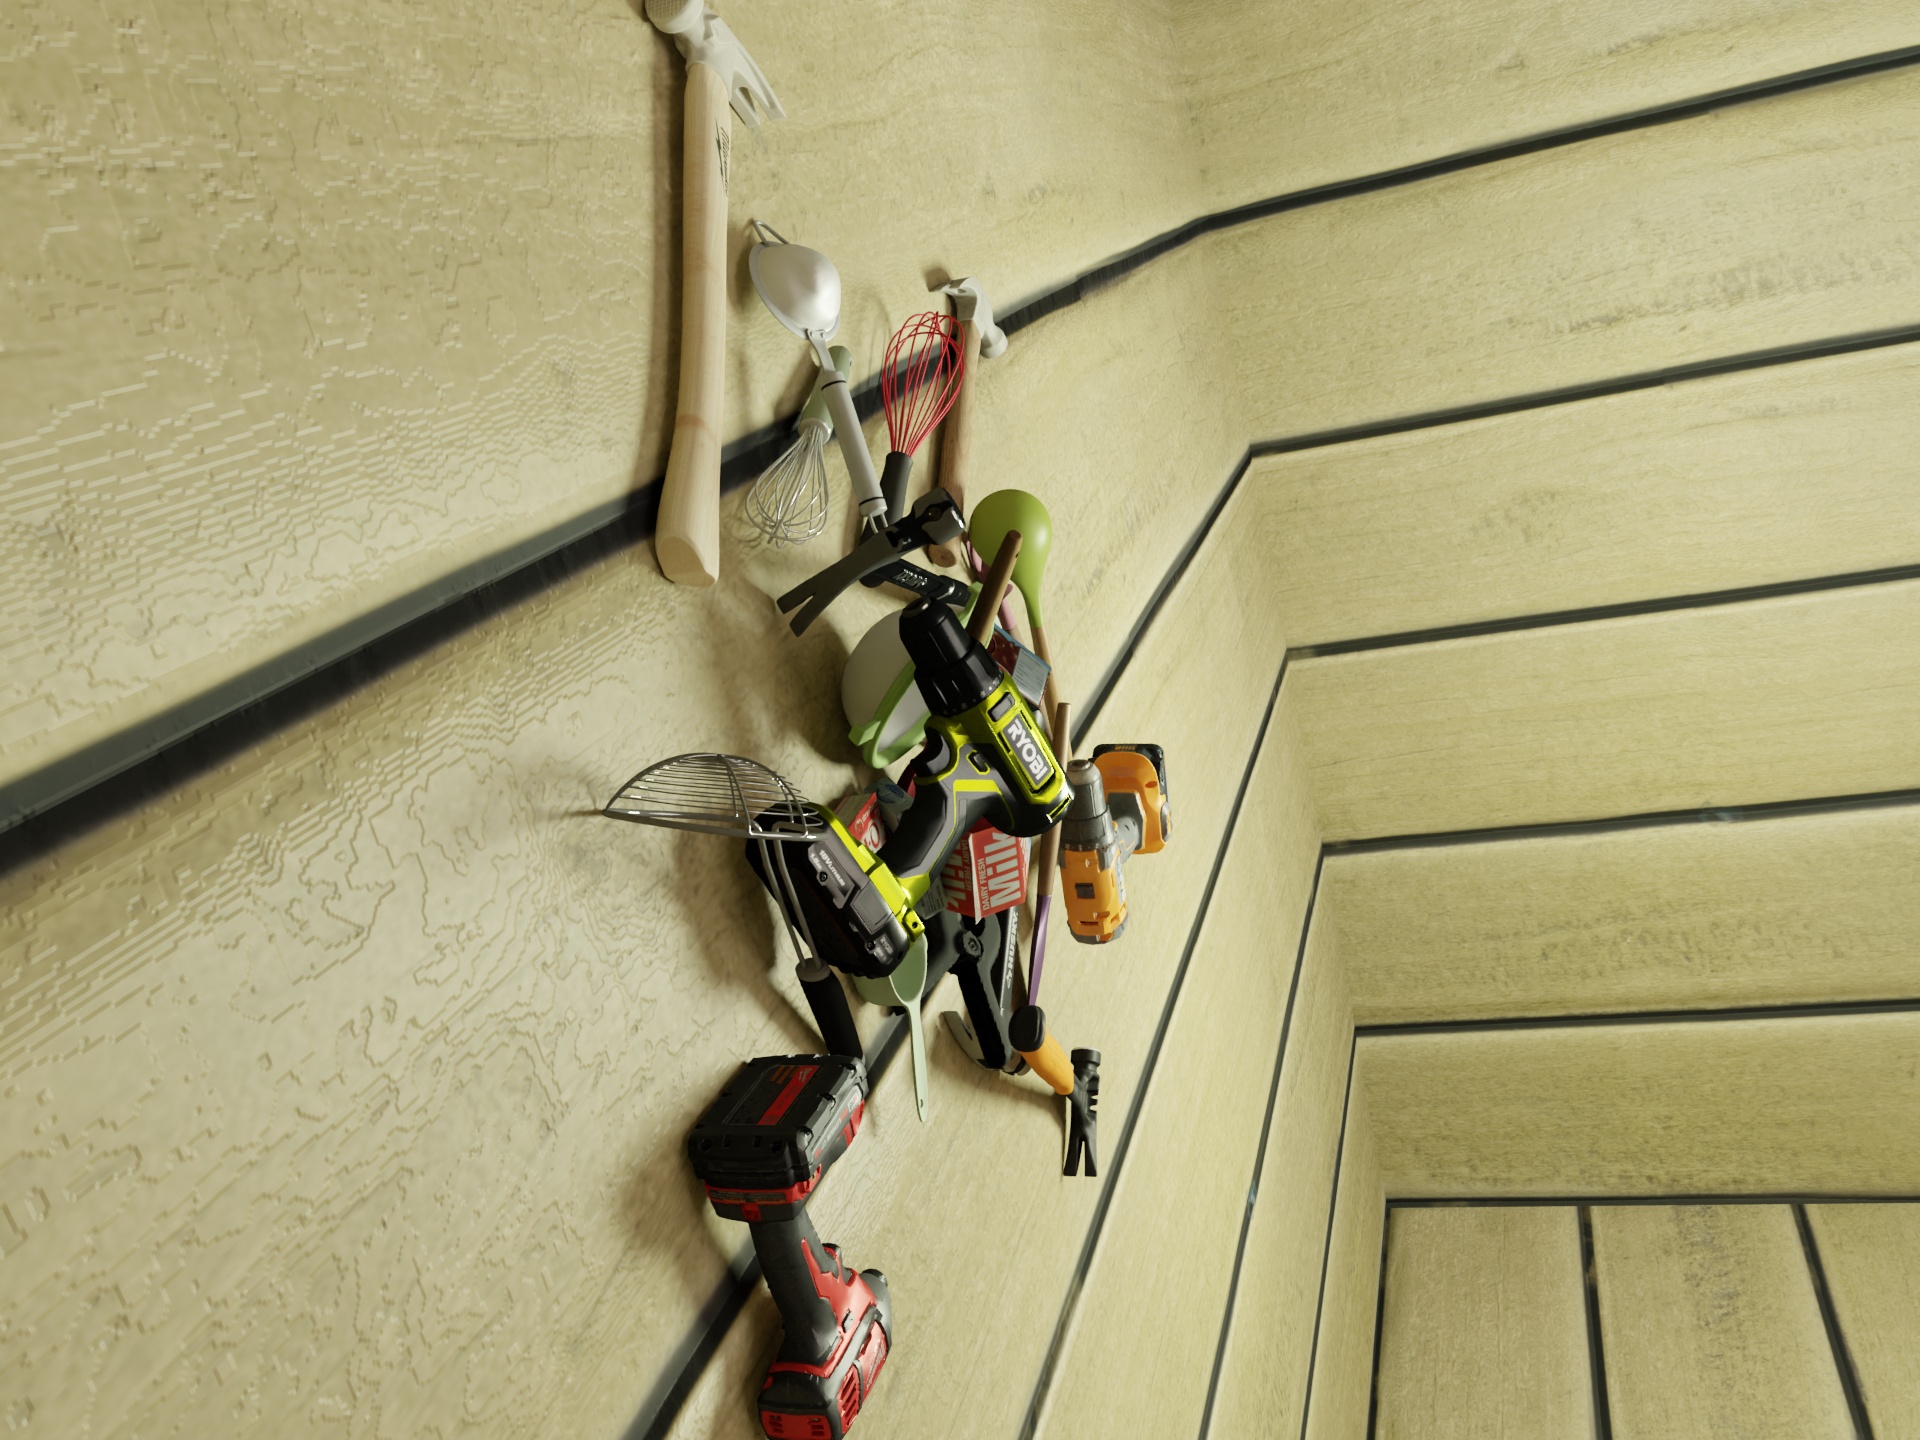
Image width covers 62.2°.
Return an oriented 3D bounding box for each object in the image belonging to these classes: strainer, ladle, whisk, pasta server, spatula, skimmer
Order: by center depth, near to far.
[{"bbox_3d":[-0.116,0.144,0.993,0.362,0.127,0.090,77,25,-46],"label":"skimmer"},{"bbox_3d":[-0.094,-0.256,1.160,0.087,0.050,0.258,-14,84,-52],"label":"strainer"},{"bbox_3d":[-0.111,-0.210,1.184,0.247,0.059,0.057,-80,-170,-46],"label":"whisk"},{"bbox_3d":[-0.004,-0.023,1.196,0.069,0.031,0.315,-56,171,-45],"label":"ladle"},{"bbox_3d":[-0.042,-0.029,1.270,0.151,0.069,0.256,-51,169,-9],"label":"strainer"},{"bbox_3d":[-0.047,-0.234,1.339,0.073,0.073,0.296,55,39,-51],"label":"whisk"},{"bbox_3d":[0.081,0.139,1.499,0.060,0.018,0.316,-41,137,-79],"label":"spatula"},{"bbox_3d":[0.073,-0.078,1.535,0.062,0.078,0.319,49,-21,50],"label":"ladle"},{"bbox_3d":[0.063,-0.079,1.604,0.060,0.040,0.315,47,-15,49],"label":"pasta server"}]

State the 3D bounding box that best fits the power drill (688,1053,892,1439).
[{"bbox_3d":[-0.093,0.329,1.005,0.143,0.078,0.219,-45,128,-65],"label":"power drill"}]

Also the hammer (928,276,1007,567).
[{"bbox_3d":[-0.001,-0.289,1.513,0.129,0.031,0.332,55,34,-52],"label":"hammer"}]

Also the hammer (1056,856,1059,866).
[{"bbox_3d":[0.069,0.031,1.589,0.330,0.033,0.128,61,29,-44],"label":"hammer"}]

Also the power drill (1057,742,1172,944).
[{"bbox_3d":[0.150,0.094,1.611,0.226,0.084,0.185,-50,135,-59],"label":"power drill"}]

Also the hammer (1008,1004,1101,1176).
[{"bbox_3d":[0.089,0.331,1.462,0.336,0.034,0.127,62,30,-63],"label":"hammer"}]

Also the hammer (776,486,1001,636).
[{"bbox_3d":[-0.027,-0.105,1.293,0.036,0.149,0.409,60,9,7],"label":"hammer"}]

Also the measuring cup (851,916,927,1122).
[{"bbox_3d":[-0.051,0.222,1.202,0.083,0.038,0.167,-17,101,-69],"label":"measuring cup"}]

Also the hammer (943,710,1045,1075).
[{"bbox_3d":[0.043,0.144,1.438,0.146,0.035,0.335,43,49,-59],"label":"hammer"}]

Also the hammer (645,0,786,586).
[{"bbox_3d":[-0.167,-0.284,1.068,0.146,0.038,0.411,36,50,-64],"label":"hammer"}]

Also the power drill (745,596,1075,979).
[{"bbox_3d":[-0.035,0.045,1.095,0.228,0.080,0.190,-45,116,-30],"label":"power drill"}]
